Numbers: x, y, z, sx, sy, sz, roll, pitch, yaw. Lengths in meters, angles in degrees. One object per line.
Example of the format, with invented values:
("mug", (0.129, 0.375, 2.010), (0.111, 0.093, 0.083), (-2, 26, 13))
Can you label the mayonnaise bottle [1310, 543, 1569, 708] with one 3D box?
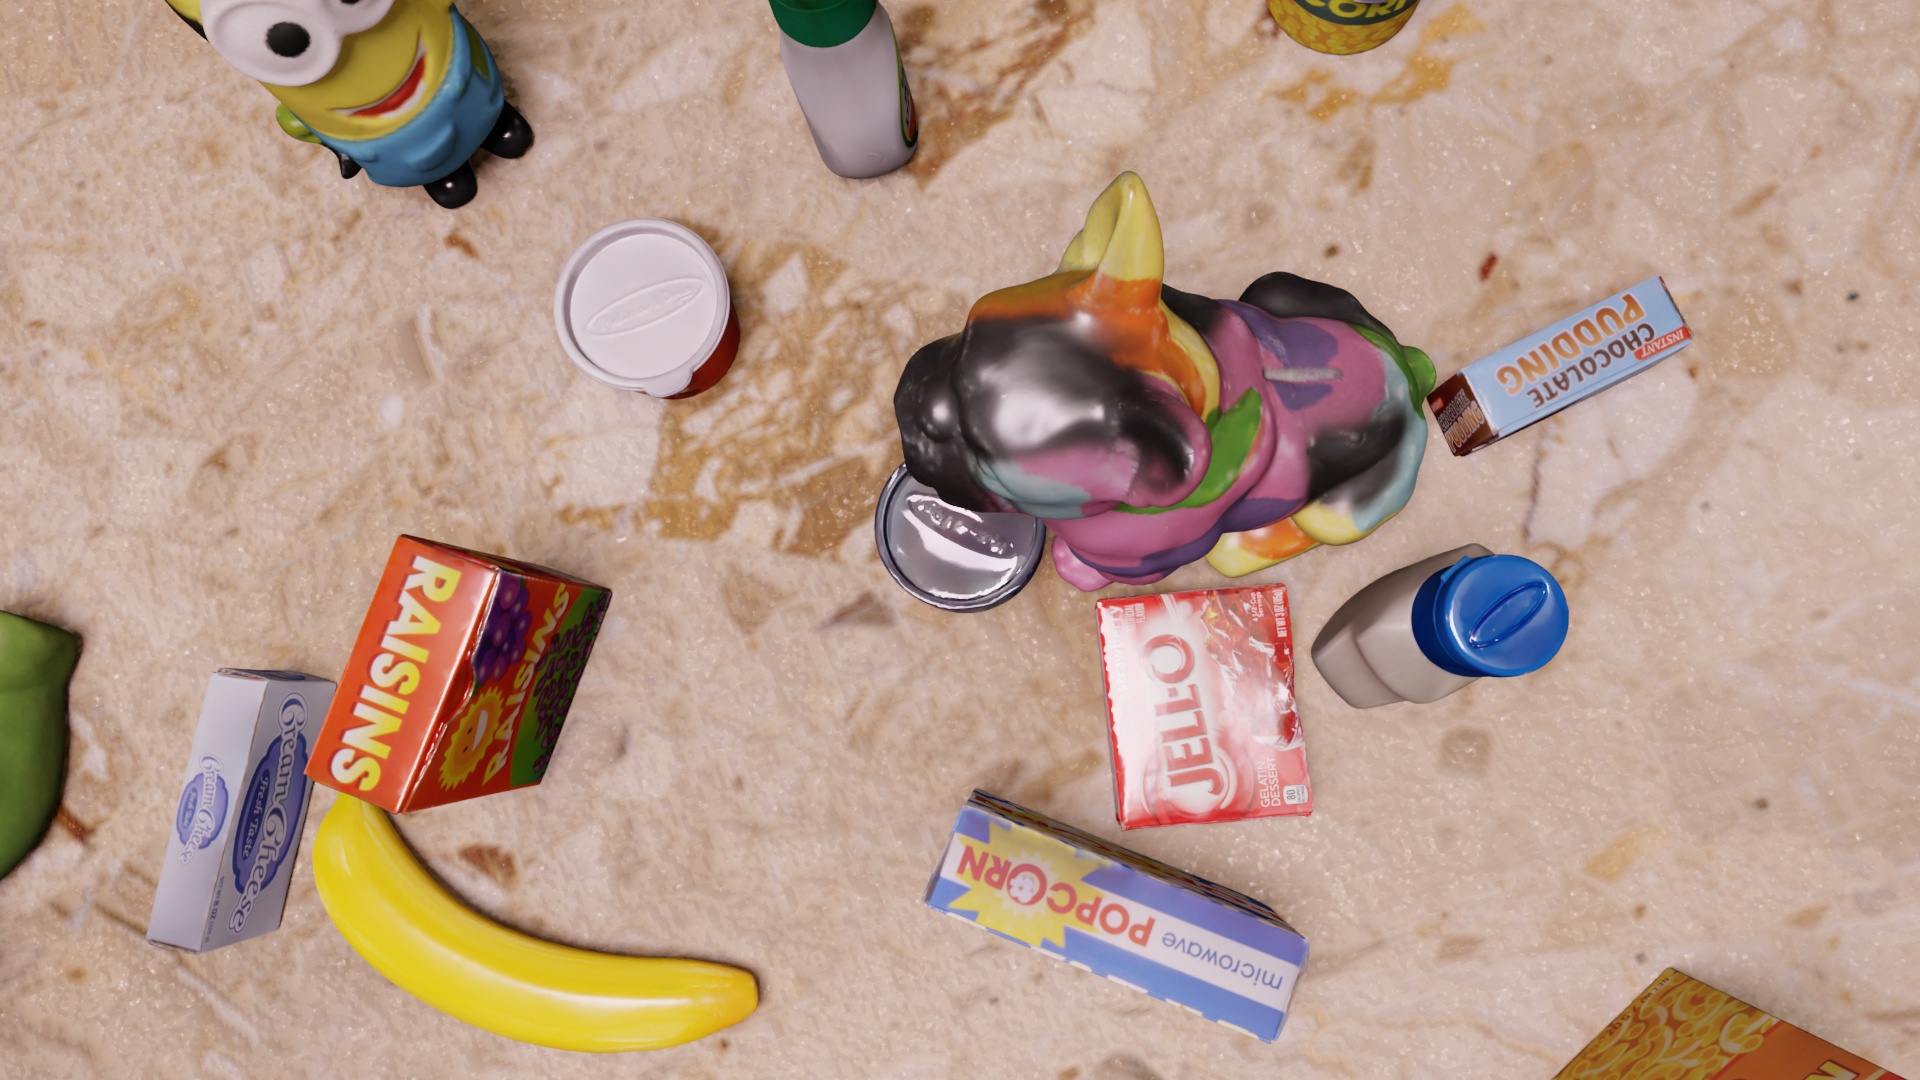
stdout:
("mayonnaise bottle", (0.162, 0.030, 0.474), (0.065, 0.148, 0.041), (-39, 83, -1))

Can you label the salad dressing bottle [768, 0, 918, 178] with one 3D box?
("salad dressing bottle", (-0.044, -0.181, 0.511), (0.044, 0.147, 0.064), (-13, 83, 2))

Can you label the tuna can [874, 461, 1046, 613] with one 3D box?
("tuna can", (0.002, -0.007, 0.546), (0.071, 0.033, 0.071), (0, 84, 3))

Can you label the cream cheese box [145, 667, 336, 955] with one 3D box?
("cream cheese box", (-0.277, 0.102, 0.539), (0.024, 0.053, 0.104), (10, 84, 4))

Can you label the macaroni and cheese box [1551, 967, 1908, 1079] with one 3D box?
("macaroni and cheese box", (0.231, 0.207, 0.440), (0.124, 0.166, 0.040), (-43, 83, -2))

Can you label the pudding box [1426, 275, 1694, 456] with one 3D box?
("pudding box", (0.227, -0.065, 0.531), (0.084, 0.049, 0.030), (-26, 83, 0))

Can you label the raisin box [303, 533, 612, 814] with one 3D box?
("raisin box", (-0.175, 0.048, 0.504), (0.040, 0.123, 0.086), (20, 85, 5))

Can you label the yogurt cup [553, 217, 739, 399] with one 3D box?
("yogurt cup", (-0.120, -0.088, 0.551), (0.072, 0.054, 0.072), (0, 84, 3))

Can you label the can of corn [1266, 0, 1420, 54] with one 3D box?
("can of corn", (0.157, -0.233, 0.550), (0.071, 0.058, 0.071), (0, 84, 3))

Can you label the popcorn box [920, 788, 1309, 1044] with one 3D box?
("popcorn box", (0.054, 0.132, 0.500), (0.127, 0.085, 0.038), (20, 86, 5))
